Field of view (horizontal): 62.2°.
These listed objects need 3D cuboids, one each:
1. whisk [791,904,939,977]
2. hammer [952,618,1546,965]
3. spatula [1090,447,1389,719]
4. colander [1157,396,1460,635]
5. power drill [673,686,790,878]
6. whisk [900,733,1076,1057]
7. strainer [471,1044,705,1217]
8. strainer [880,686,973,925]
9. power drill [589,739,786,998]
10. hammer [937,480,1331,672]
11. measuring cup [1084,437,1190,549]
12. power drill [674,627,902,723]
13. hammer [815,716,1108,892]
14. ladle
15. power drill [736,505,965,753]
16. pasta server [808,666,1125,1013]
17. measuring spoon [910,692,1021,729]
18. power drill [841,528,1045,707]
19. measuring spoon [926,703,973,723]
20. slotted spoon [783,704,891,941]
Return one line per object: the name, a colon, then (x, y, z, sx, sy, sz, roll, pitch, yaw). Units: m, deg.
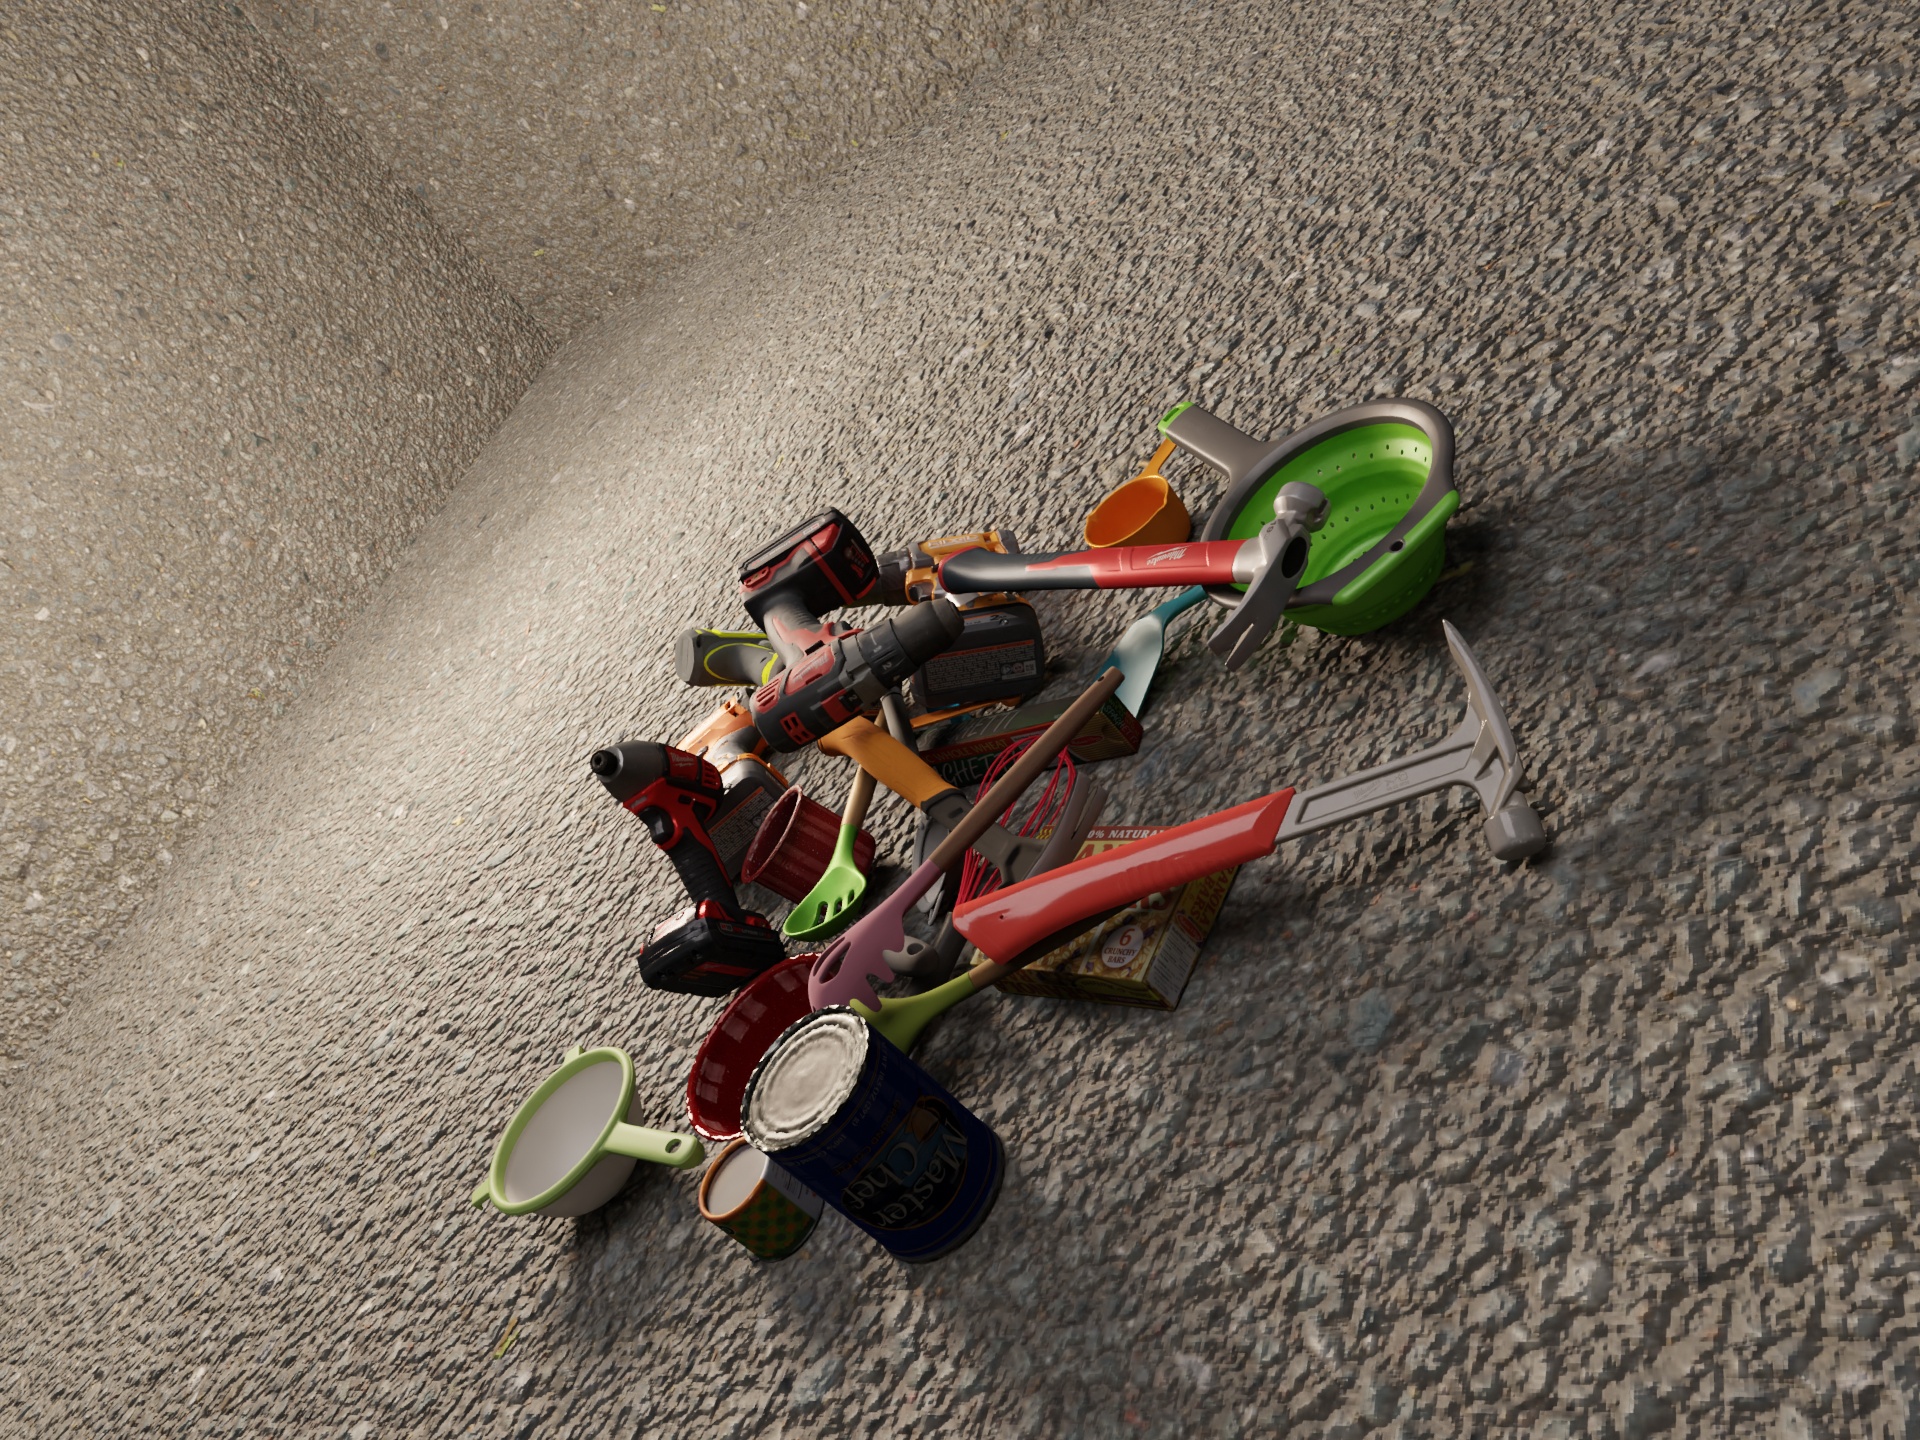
whisk: (-0.073, 0.170, 1.198, 0.055, 0.055, 0.239, -53, 19, -17)
hammer: (0.161, 0.065, 0.982, 0.359, 0.036, 0.149, -21, 62, 16)
spatula: (0.228, -0.119, 1.281, 0.317, 0.044, 0.082, -39, 28, -3)
colander: (0.258, -0.162, 1.221, 0.204, 0.094, 0.397, -42, 29, 4)
power drill: (-0.241, 0.069, 1.553, 0.164, 0.084, 0.227, -40, 25, 6)
whisk: (0.010, 0.132, 1.184, 0.073, 0.073, 0.296, 3, 58, 52)
strainer: (-0.263, 0.336, 1.233, 0.256, 0.069, 0.151, -8, 42, 45)
strainer: (-0.031, 0.058, 1.288, 0.086, 0.050, 0.259, 117, 147, -42)
power drill: (-0.238, 0.116, 1.343, 0.078, 0.143, 0.220, -32, 63, 18)
hammer: (0.100, -0.104, 1.210, 0.386, 0.038, 0.143, 4, 56, 53)
measuring cup: (0.180, -0.199, 1.416, 0.095, 0.052, 0.174, -2, 47, 50)
power drill: (-0.156, -0.049, 1.543, 0.223, 0.171, 0.080, 19, 106, 55)
hammer: (-0.021, 0.047, 1.210, 0.127, 0.034, 0.337, -57, 36, -1)
ladle: (0.037, 0.162, 1.054, 0.320, 0.062, 0.078, -32, 60, 13)
power drill: (-0.098, -0.087, 1.341, 0.188, 0.080, 0.227, -30, 38, 9)
pasta server: (0.006, 0.084, 1.081, 0.316, 0.040, 0.060, -46, 33, -9)
measuring spoon: (-0.002, -0.004, 1.371, 0.117, 0.011, 0.021, -16, 22, -12)
power drill: (-0.023, -0.099, 1.443, 0.185, 0.084, 0.226, -9, 31, -3)
measuring spoon: (-0.005, -0.006, 1.416, 0.042, 0.021, 0.129, -42, 28, 3)
slotted spoon: (-0.083, 0.073, 1.290, 0.070, 0.031, 0.314, -22, 30, 24)
